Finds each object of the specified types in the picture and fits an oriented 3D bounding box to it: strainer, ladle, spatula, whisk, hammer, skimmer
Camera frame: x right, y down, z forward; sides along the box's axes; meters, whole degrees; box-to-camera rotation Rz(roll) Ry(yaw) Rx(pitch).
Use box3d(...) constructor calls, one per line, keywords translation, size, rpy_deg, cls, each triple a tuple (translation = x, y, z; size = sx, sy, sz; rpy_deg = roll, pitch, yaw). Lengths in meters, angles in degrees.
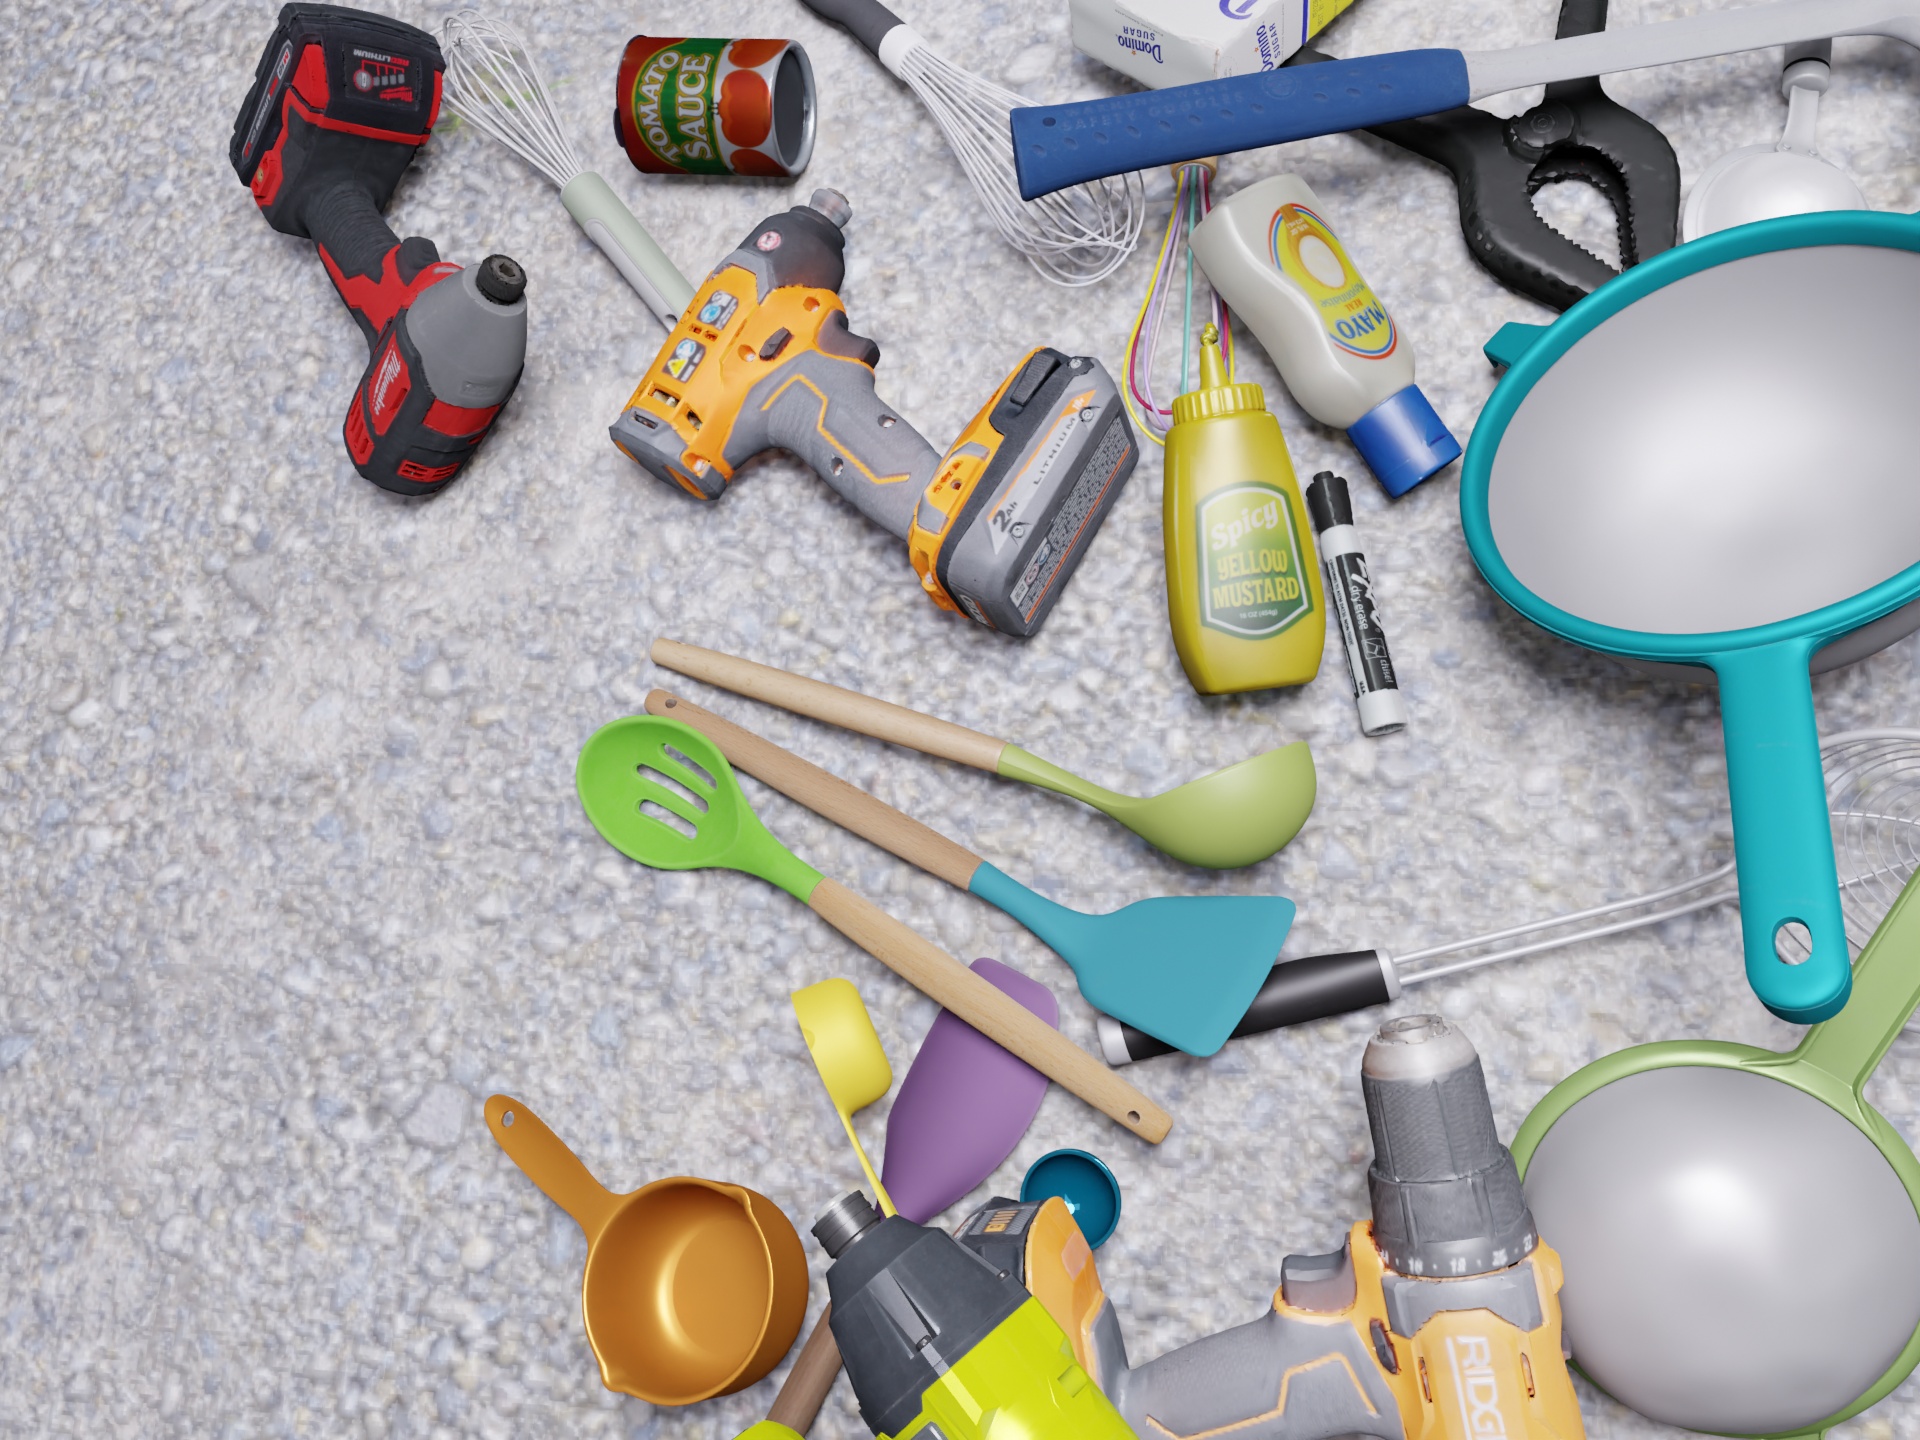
box3d(translation=(0.372, -0.277, 0.701), size=(0.087, 0.050, 0.258), rpy_deg=(13, 75, -1), cls="strainer")
box3d(translation=(0.287, 0.148, 0.546), size=(0.151, 0.069, 0.256), rpy_deg=(30, 108, 18), cls="strainer")
box3d(translation=(-0.001, -0.002, 0.705), size=(0.320, 0.078, 0.062), rpy_deg=(17, 96, 22), cls="ladle")
box3d(translation=(0.302, -0.036, 0.588), size=(0.211, 0.095, 0.341), rpy_deg=(-12, 52, 34), cls="strainer")
box3d(translation=(-0.014, 0.050, 0.699), size=(0.318, 0.044, 0.082), rpy_deg=(26, 59, 19), cls="spatula")
box3d(translation=(-0.202, -0.281, 0.826), size=(0.059, 0.057, 0.246), rpy_deg=(-31, 73, -29), cls="whisk")
box3d(translation=(0.223, -0.280, 0.677), size=(0.405, 0.035, 0.144), rpy_deg=(-9, 68, 2), cls="hammer")
box3d(translation=(0.229, 0.095, 0.609), size=(0.363, 0.090, 0.127), rpy_deg=(-16, 105, 11), cls="skimmer")
box3d(translation=(0.106, -0.240, 0.749), size=(0.047, 0.051, 0.245), rpy_deg=(-1, 73, 18), cls="whisk")
box3d(translation=(-0.008, -0.314, 0.787), size=(0.070, 0.070, 0.285), rpy_deg=(-41, 67, 0), cls="whisk")
box3d(translation=(-0.046, 0.248, 0.668), size=(0.060, 0.018, 0.316), rpy_deg=(26, 82, 24), cls="spatula")

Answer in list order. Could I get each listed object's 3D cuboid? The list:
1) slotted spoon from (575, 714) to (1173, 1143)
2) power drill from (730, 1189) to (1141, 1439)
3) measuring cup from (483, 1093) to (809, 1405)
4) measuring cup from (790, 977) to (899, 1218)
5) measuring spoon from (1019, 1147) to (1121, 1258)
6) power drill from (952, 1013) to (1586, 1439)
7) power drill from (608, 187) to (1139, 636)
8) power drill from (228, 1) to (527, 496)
box3d(translation=(-0.043, 0.090, 0.696), size=(0.314, 0.031, 0.070), rpy_deg=(31, 104, 19), cls="slotted spoon")
box3d(translation=(-0.024, 0.272, 0.544), size=(0.171, 0.080, 0.223), rpy_deg=(48, 130, 18), cls="power drill")
box3d(translation=(-0.138, 0.217, 0.683), size=(0.174, 0.052, 0.095), rpy_deg=(33, 86, 29), cls="measuring cup")
box3d(translation=(-0.028, 0.176, 0.657), size=(0.029, 0.062, 0.157), rpy_deg=(-26, 65, -7), cls="measuring cup")
box3d(translation=(0.017, 0.227, 0.664), size=(0.128, 0.021, 0.042), rpy_deg=(-45, 76, 8), cls="measuring spoon")
box3d(translation=(0.101, 0.210, 0.581), size=(0.226, 0.084, 0.185), rpy_deg=(-11, 91, 18), cls="power drill")
box3d(translation=(-0.035, -0.152, 0.738), size=(0.227, 0.084, 0.164), rpy_deg=(28, 83, 21), cls="power drill")
box3d(translation=(-0.280, -0.238, 0.789), size=(0.143, 0.078, 0.220), rpy_deg=(-40, 67, 39), cls="power drill")
